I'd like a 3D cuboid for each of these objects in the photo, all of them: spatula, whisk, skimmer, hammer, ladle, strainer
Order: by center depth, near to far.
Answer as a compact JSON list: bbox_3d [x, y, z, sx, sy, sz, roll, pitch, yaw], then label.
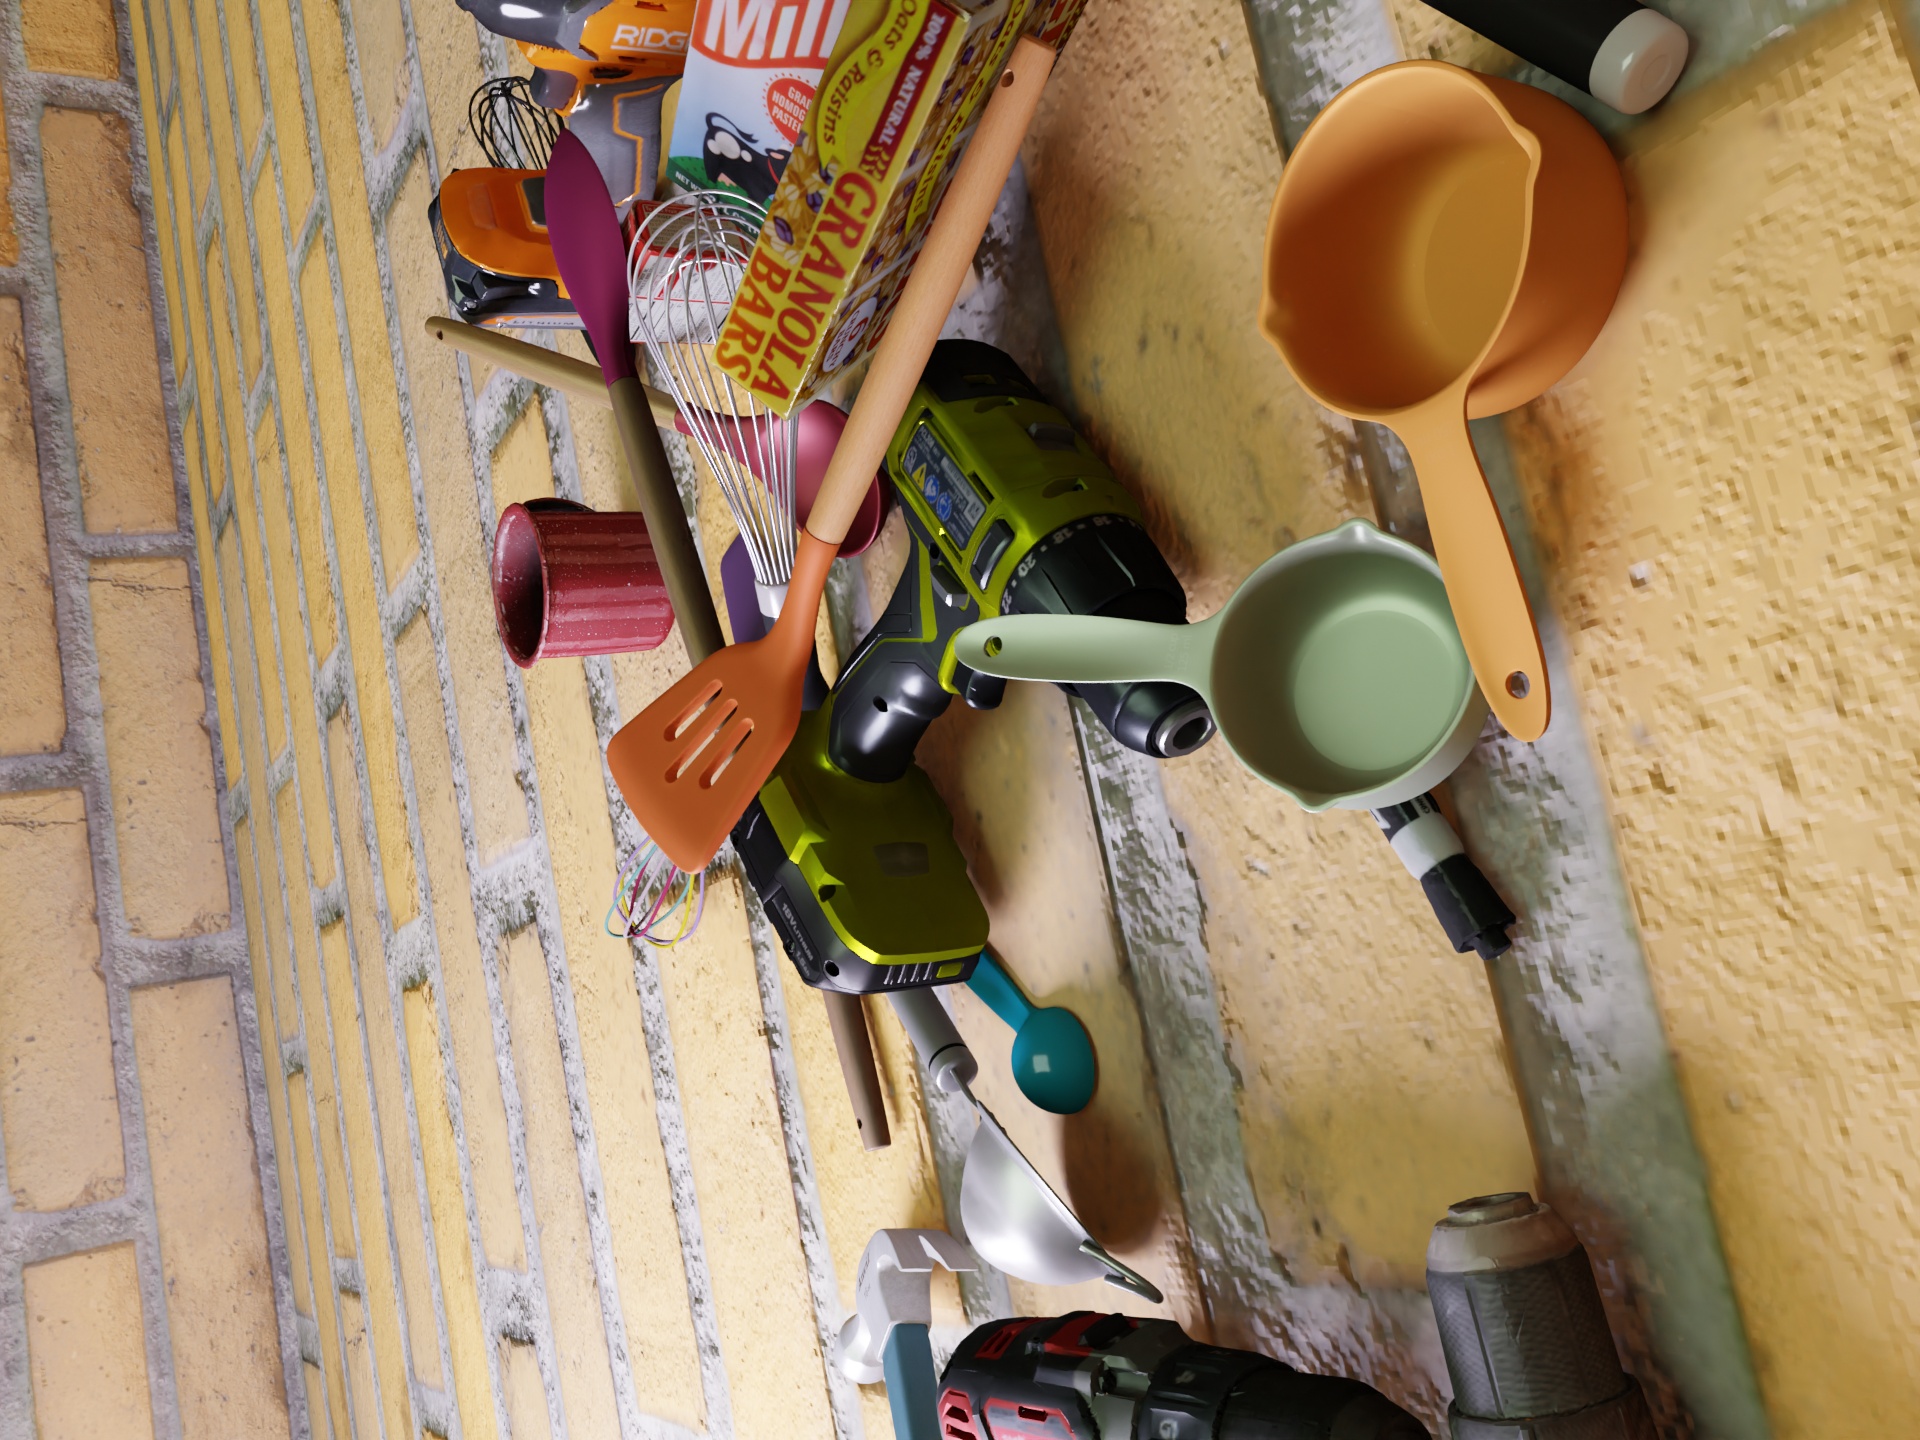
[{"bbox_3d":[0.062,-0.285,0.455,0.127,0.090,0.364,-41,56,6],"label":"skimmer"},{"bbox_3d":[-0.047,-0.088,0.572,0.081,0.041,0.322,48,123,35],"label":"spatula"},{"bbox_3d":[-0.004,0.339,0.604,0.331,0.033,0.128,-107,28,-53],"label":"hammer"},{"bbox_3d":[-0.001,0.149,0.647,0.086,0.050,0.259,59,175,-39],"label":"strainer"},{"bbox_3d":[-0.082,-0.085,0.687,0.070,0.070,0.284,36,143,49],"label":"whisk"},{"bbox_3d":[-0.152,-0.151,0.765,0.316,0.031,0.069,24,122,28],"label":"ladle"},{"bbox_3d":[-0.078,0.052,0.780,0.059,0.018,0.316,-39,62,55],"label":"spatula"},{"bbox_3d":[-0.150,0.049,0.857,0.244,0.051,0.047,-61,39,44],"label":"whisk"},{"bbox_3d":[-0.243,-0.300,0.958,0.055,0.055,0.239,-51,57,47],"label":"whisk"}]

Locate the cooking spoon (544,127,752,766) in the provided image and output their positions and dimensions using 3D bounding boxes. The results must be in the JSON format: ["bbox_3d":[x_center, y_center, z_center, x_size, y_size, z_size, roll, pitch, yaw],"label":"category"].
[{"bbox_3d":[-0.139,-0.124,0.689,0.068,0.017,0.319,-45,59,52],"label":"cooking spoon"}]

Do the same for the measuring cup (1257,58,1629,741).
[{"bbox_3d":[0.137,-0.081,0.408,0.095,0.052,0.174,-25,76,55],"label":"measuring cup"}]

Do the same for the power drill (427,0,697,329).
[{"bbox_3d":[-0.195,-0.292,0.780,0.226,0.164,0.084,-47,57,51],"label":"power drill"}]

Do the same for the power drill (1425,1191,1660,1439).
[{"bbox_3d":[0.195,0.193,0.337,0.226,0.084,0.185,-34,65,58],"label":"power drill"}]

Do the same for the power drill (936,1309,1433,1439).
[{"bbox_3d":[0.087,0.294,0.483,0.188,0.080,0.227,-22,83,52],"label":"power drill"}]

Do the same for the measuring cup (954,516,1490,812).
[{"bbox_3d":[0.075,-0.015,0.473,0.168,0.038,0.083,5,81,35],"label":"measuring cup"}]

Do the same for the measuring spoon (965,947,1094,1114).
[{"bbox_3d":[0.010,0.115,0.653,0.129,0.021,0.042,41,127,46],"label":"measuring spoon"}]

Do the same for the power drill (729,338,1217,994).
[{"bbox_3d":[-0.001,-0.002,0.600,0.191,0.080,0.228,58,133,36],"label":"power drill"}]
